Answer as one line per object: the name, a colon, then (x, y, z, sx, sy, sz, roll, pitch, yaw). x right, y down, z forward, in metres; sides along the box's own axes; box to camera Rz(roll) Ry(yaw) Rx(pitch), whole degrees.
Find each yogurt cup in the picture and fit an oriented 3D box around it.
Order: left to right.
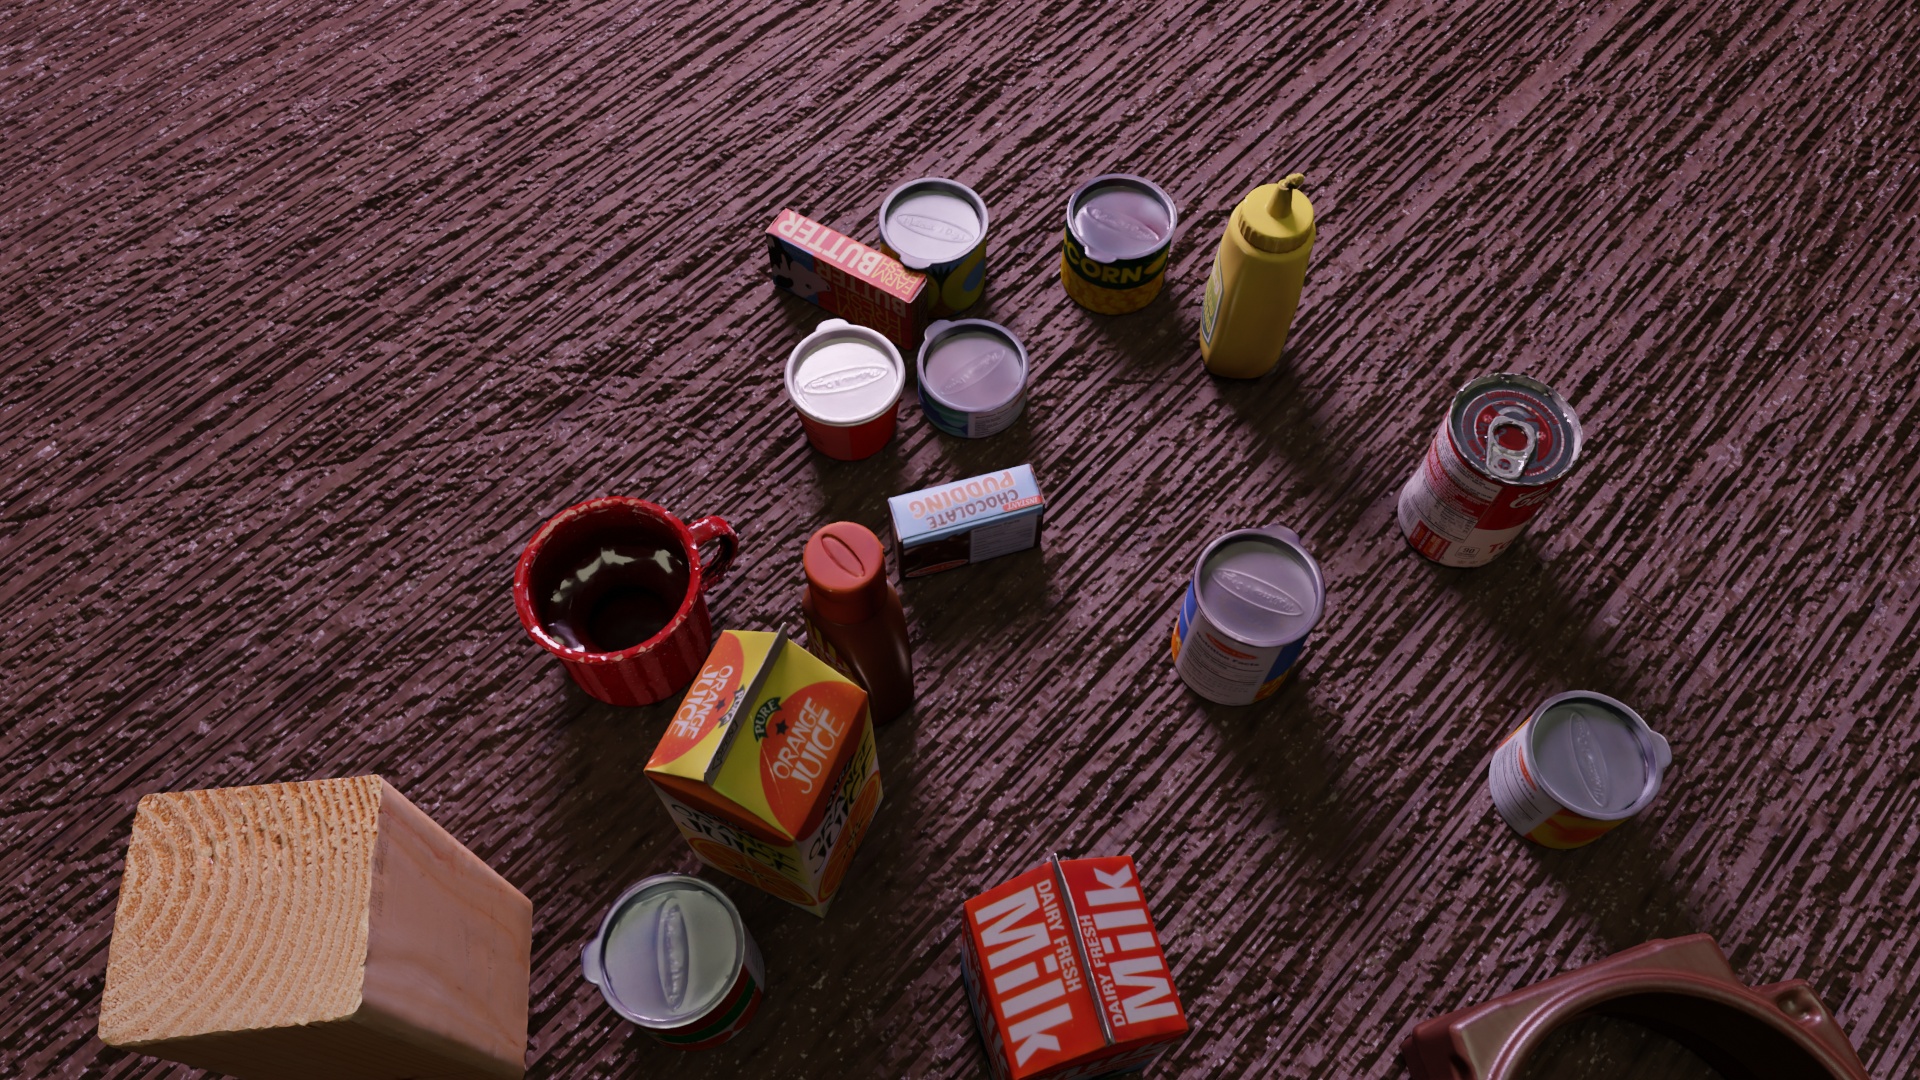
yogurt cup: (-0.065, -0.082, 0.805, 0.072, 0.053, 0.073, 0, 62, 0)

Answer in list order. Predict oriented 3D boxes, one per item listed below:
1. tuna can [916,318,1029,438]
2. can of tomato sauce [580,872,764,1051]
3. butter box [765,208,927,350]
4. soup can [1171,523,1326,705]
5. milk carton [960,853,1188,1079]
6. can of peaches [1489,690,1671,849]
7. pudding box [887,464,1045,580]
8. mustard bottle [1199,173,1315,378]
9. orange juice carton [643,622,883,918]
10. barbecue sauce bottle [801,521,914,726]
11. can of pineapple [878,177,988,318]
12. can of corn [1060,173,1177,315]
tuna can: (0.006, -0.097, 0.825, 0.071, 0.032, 0.071, 0, 62, 0)
can of tomato sauce: (-0.129, 0.197, 0.640, 0.071, 0.082, 0.071, 0, 62, 0)
butter box: (-0.068, -0.158, 0.845, 0.103, 0.053, 0.024, 28, 66, 13)
soup can: (0.150, 0.040, 0.726, 0.071, 0.083, 0.071, 0, 62, 0)
milk carton: (0.044, 0.188, 0.586, 0.073, 0.189, 0.072, -14, 64, -8)
can of peaches: (0.311, 0.117, 0.702, 0.071, 0.057, 0.071, 0, 62, 0)
pudding box: (0.003, -0.010, 0.769, 0.084, 0.049, 0.030, -15, 64, -8)
mustard bottle: (0.169, -0.155, 0.786, 0.049, 0.159, 0.065, 3, 63, 1)
orange juice carton: (-0.085, 0.104, 0.628, 0.073, 0.191, 0.072, 22, 65, 10)
barbecue sauce bottle: (-0.053, 0.040, 0.687, 0.044, 0.148, 0.065, -37, 69, -18)
can of pineapple: (-0.018, -0.178, 0.853, 0.071, 0.057, 0.071, 0, 62, 0)
can of corn: (0.095, -0.179, 0.855, 0.071, 0.058, 0.071, 0, 62, 0)
